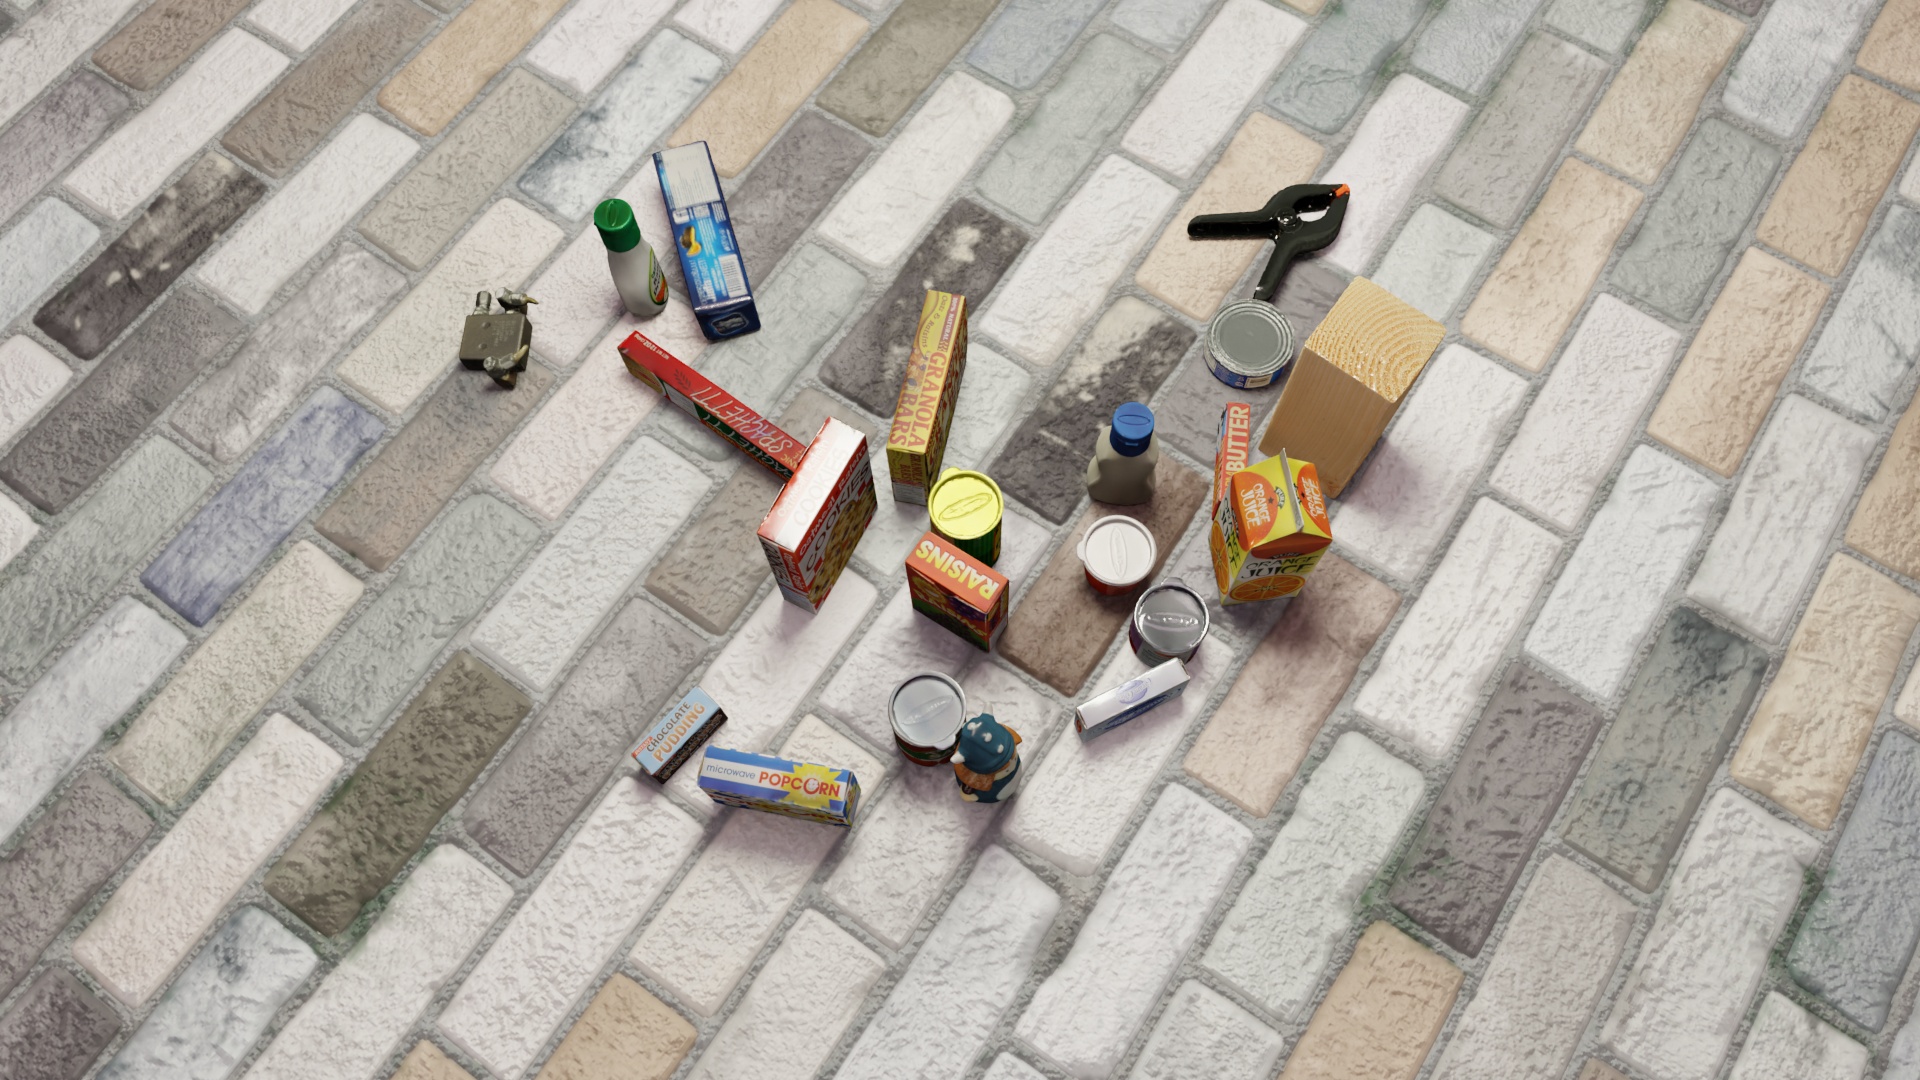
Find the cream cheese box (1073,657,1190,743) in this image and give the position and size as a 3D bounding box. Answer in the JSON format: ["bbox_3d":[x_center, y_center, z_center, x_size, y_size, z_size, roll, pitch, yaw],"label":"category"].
[{"bbox_3d":[0.149,0.141,1.224,0.104,0.053,0.024,-25,70,-9],"label":"cream cheese box"}]

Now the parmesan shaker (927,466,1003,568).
[{"bbox_3d":[0.005,-0.016,1.261,0.071,0.102,0.071,0,69,1],"label":"parmesan shaker"}]

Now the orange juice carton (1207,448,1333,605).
[{"bbox_3d":[0.270,-0.010,1.207,0.073,0.192,0.072,-7,69,-2],"label":"orange juice carton"}]

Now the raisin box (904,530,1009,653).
[{"bbox_3d":[-0.002,0.047,1.225,0.086,0.123,0.040,32,73,12],"label":"raisin box"}]

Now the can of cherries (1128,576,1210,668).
[{"bbox_3d":[0.187,0.075,1.246,0.071,0.058,0.072,0,69,1],"label":"can of cherries"}]

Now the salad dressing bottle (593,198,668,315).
[{"bbox_3d":[-0.319,-0.273,1.344,0.044,0.147,0.064,-1,69,1],"label":"salad dressing bottle"}]

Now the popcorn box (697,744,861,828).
[{"bbox_3d":[-0.153,0.210,1.183,0.127,0.085,0.038,9,69,5],"label":"popcorn box"}]

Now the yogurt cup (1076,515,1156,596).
[{"bbox_3d":[0.143,0.017,1.272,0.072,0.053,0.072,0,69,1],"label":"yogurt cup"}]

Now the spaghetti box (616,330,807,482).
[{"bbox_3d":[-0.223,-0.118,1.333,0.250,0.050,0.029,34,73,13],"label":"spaghetti box"}]

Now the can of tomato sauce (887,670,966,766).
[{"bbox_3d":[-0.026,0.157,1.204,0.071,0.082,0.071,0,69,1],"label":"can of tomato sauce"}]

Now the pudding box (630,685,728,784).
[{"bbox_3d":[-0.246,0.171,1.219,0.030,0.049,0.084,40,74,15],"label":"pudding box"}]

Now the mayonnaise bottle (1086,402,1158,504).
[{"bbox_3d":[0.150,-0.077,1.259,0.065,0.147,0.041,5,69,3],"label":"mayonnaise bottle"}]

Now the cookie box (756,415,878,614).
[{"bbox_3d":[-0.124,-0.019,1.230,0.040,0.167,0.123,25,71,10],"label":"cookie box"}]

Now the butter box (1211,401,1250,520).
[{"bbox_3d":[0.254,-0.073,1.307,0.024,0.053,0.104,7,69,4],"label":"butter box"}]

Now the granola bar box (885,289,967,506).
[{"bbox_3d":[-0.028,-0.131,1.296,0.039,0.123,0.166,11,69,5],"label":"granola bar box"}]
